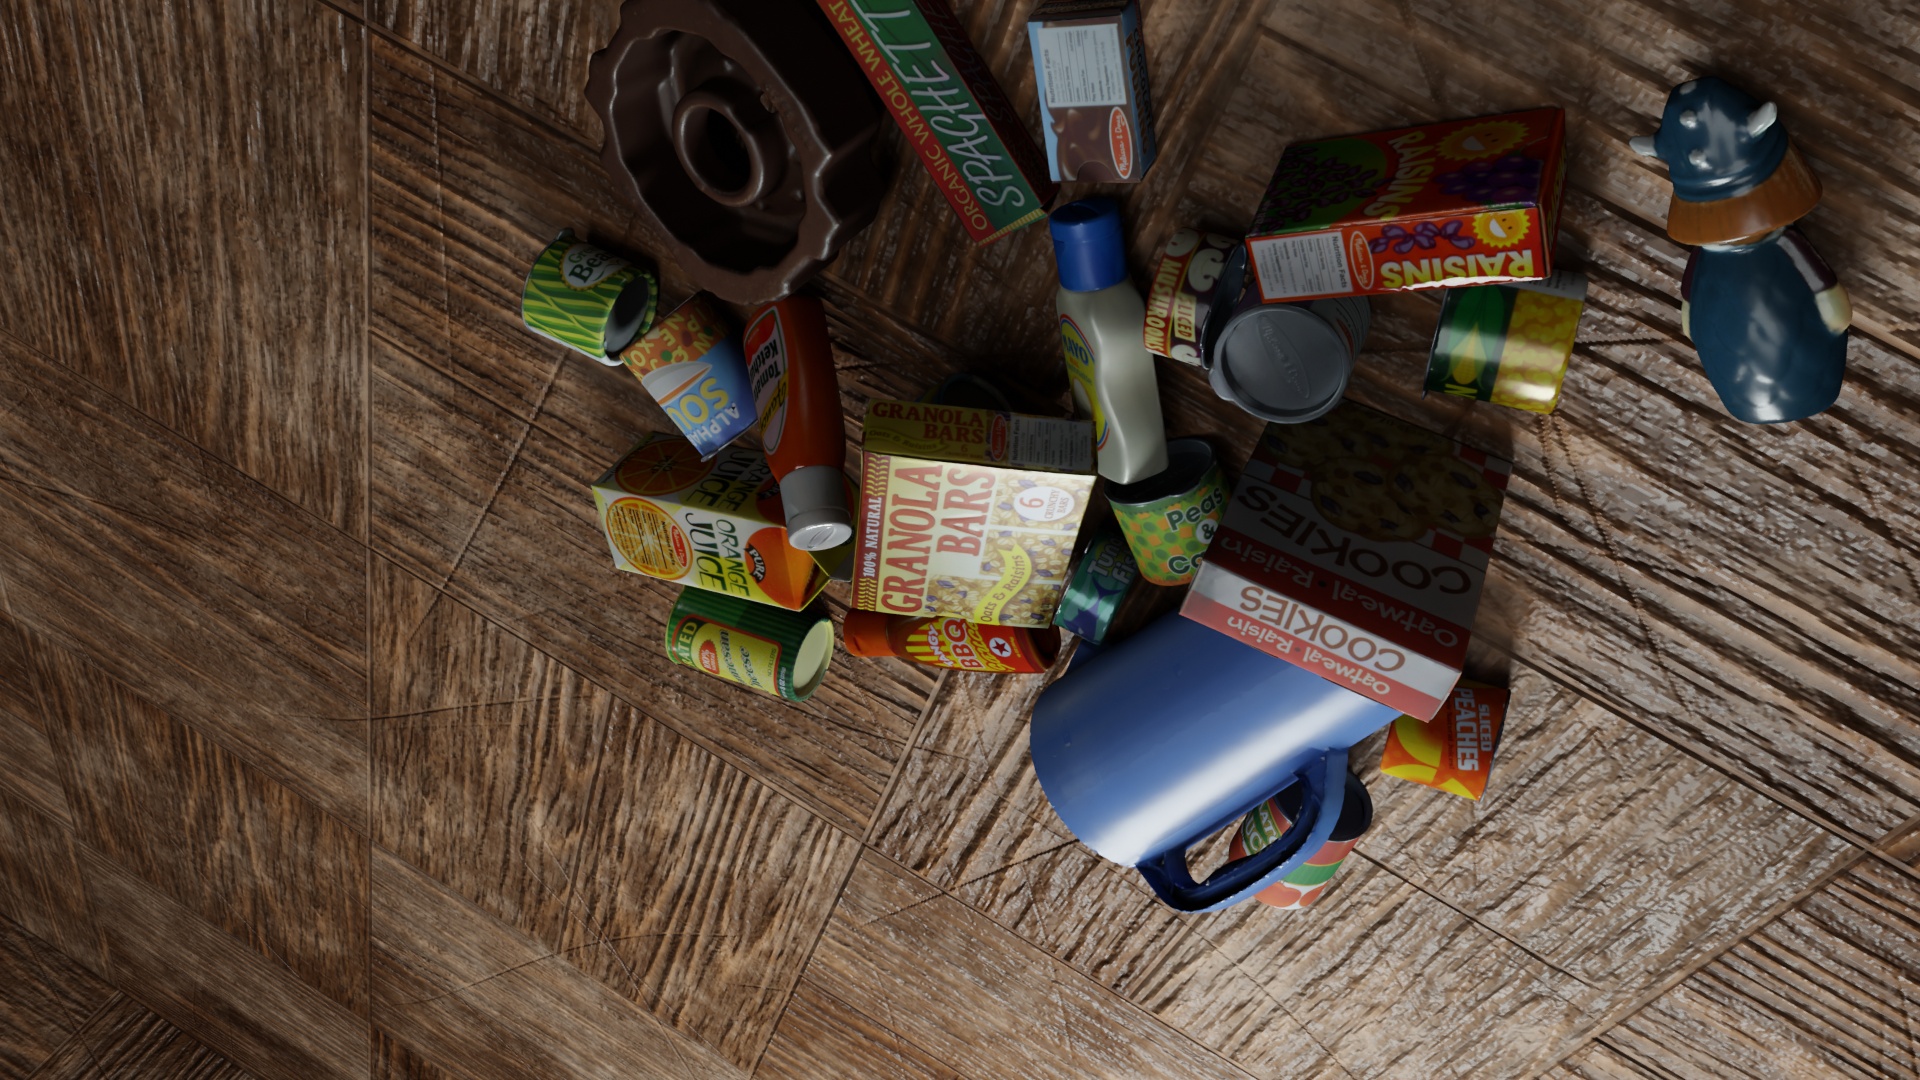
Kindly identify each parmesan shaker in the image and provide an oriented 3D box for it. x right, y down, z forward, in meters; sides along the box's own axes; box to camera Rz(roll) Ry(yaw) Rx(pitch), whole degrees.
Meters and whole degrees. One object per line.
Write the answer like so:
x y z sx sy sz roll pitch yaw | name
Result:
-0.152 0.069 1.003 0.103 0.072 0.071 16 131 18 | parmesan shaker

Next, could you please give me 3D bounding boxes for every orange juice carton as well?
-0.142 -0.011 0.930 0.193 0.072 0.072 11 130 22 | orange juice carton

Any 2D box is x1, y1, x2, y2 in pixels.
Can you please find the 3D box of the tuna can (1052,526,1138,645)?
0.084 0.026 0.834 0.033 0.071 0.070 26 134 8 | tuna can

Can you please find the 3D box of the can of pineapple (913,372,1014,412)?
-0.007 -0.056 0.818 0.071 0.071 0.057 48 133 -12 | can of pineapple

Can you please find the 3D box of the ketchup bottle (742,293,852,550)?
-0.093 -0.068 0.814 0.043 0.149 0.064 3 152 -33 | ketchup bottle

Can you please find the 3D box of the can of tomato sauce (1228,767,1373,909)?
0.214 0.186 0.887 0.071 0.071 0.082 25 134 10 | can of tomato sauce

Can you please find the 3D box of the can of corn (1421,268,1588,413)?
0.251 -0.093 0.643 0.058 0.071 0.070 15 131 19 | can of corn

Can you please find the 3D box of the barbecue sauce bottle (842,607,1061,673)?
-0.009 0.059 0.930 0.148 0.044 0.064 -3 124 32 | barbecue sauce bottle

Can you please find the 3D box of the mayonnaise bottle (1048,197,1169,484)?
0.077 -0.106 0.740 0.065 0.041 0.147 -131 23 -57 | mayonnaise bottle

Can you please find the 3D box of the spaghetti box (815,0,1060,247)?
-0.036 -0.264 0.698 0.050 0.029 0.249 -21 113 39 | spaghetti box

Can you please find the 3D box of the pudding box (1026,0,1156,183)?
0.064 -0.218 0.676 0.049 0.030 0.083 5 127 25 | pudding box

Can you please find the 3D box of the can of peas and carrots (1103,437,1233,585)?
0.122 -0.016 0.777 0.071 0.071 0.058 -8 121 34 | can of peas and carrots

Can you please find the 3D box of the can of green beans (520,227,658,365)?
-0.232 -0.151 0.874 0.058 0.071 0.070 25 133 10 | can of green beans

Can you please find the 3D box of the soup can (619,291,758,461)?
-0.163 -0.102 0.869 0.071 0.072 0.083 -26 109 41 | soup can

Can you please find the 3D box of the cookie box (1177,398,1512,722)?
0.192 -0.001 0.680 0.123 0.168 0.040 24 134 12 | cookie box

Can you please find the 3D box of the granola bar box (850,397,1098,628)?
0.003 -0.010 0.792 0.124 0.039 0.164 6 147 -3 | granola bar box

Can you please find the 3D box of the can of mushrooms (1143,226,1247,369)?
0.117 -0.121 0.695 0.033 0.071 0.070 20 132 17 | can of mushrooms

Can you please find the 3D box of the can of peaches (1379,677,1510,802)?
0.275 0.108 0.789 0.058 0.071 0.070 15 131 20 | can of peaches

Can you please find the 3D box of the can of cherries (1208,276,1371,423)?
0.164 -0.101 0.693 0.071 0.059 0.071 15 132 18 | can of cherries

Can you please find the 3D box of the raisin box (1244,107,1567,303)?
0.199 -0.148 0.616 0.123 0.086 0.040 0 131 30 | raisin box
